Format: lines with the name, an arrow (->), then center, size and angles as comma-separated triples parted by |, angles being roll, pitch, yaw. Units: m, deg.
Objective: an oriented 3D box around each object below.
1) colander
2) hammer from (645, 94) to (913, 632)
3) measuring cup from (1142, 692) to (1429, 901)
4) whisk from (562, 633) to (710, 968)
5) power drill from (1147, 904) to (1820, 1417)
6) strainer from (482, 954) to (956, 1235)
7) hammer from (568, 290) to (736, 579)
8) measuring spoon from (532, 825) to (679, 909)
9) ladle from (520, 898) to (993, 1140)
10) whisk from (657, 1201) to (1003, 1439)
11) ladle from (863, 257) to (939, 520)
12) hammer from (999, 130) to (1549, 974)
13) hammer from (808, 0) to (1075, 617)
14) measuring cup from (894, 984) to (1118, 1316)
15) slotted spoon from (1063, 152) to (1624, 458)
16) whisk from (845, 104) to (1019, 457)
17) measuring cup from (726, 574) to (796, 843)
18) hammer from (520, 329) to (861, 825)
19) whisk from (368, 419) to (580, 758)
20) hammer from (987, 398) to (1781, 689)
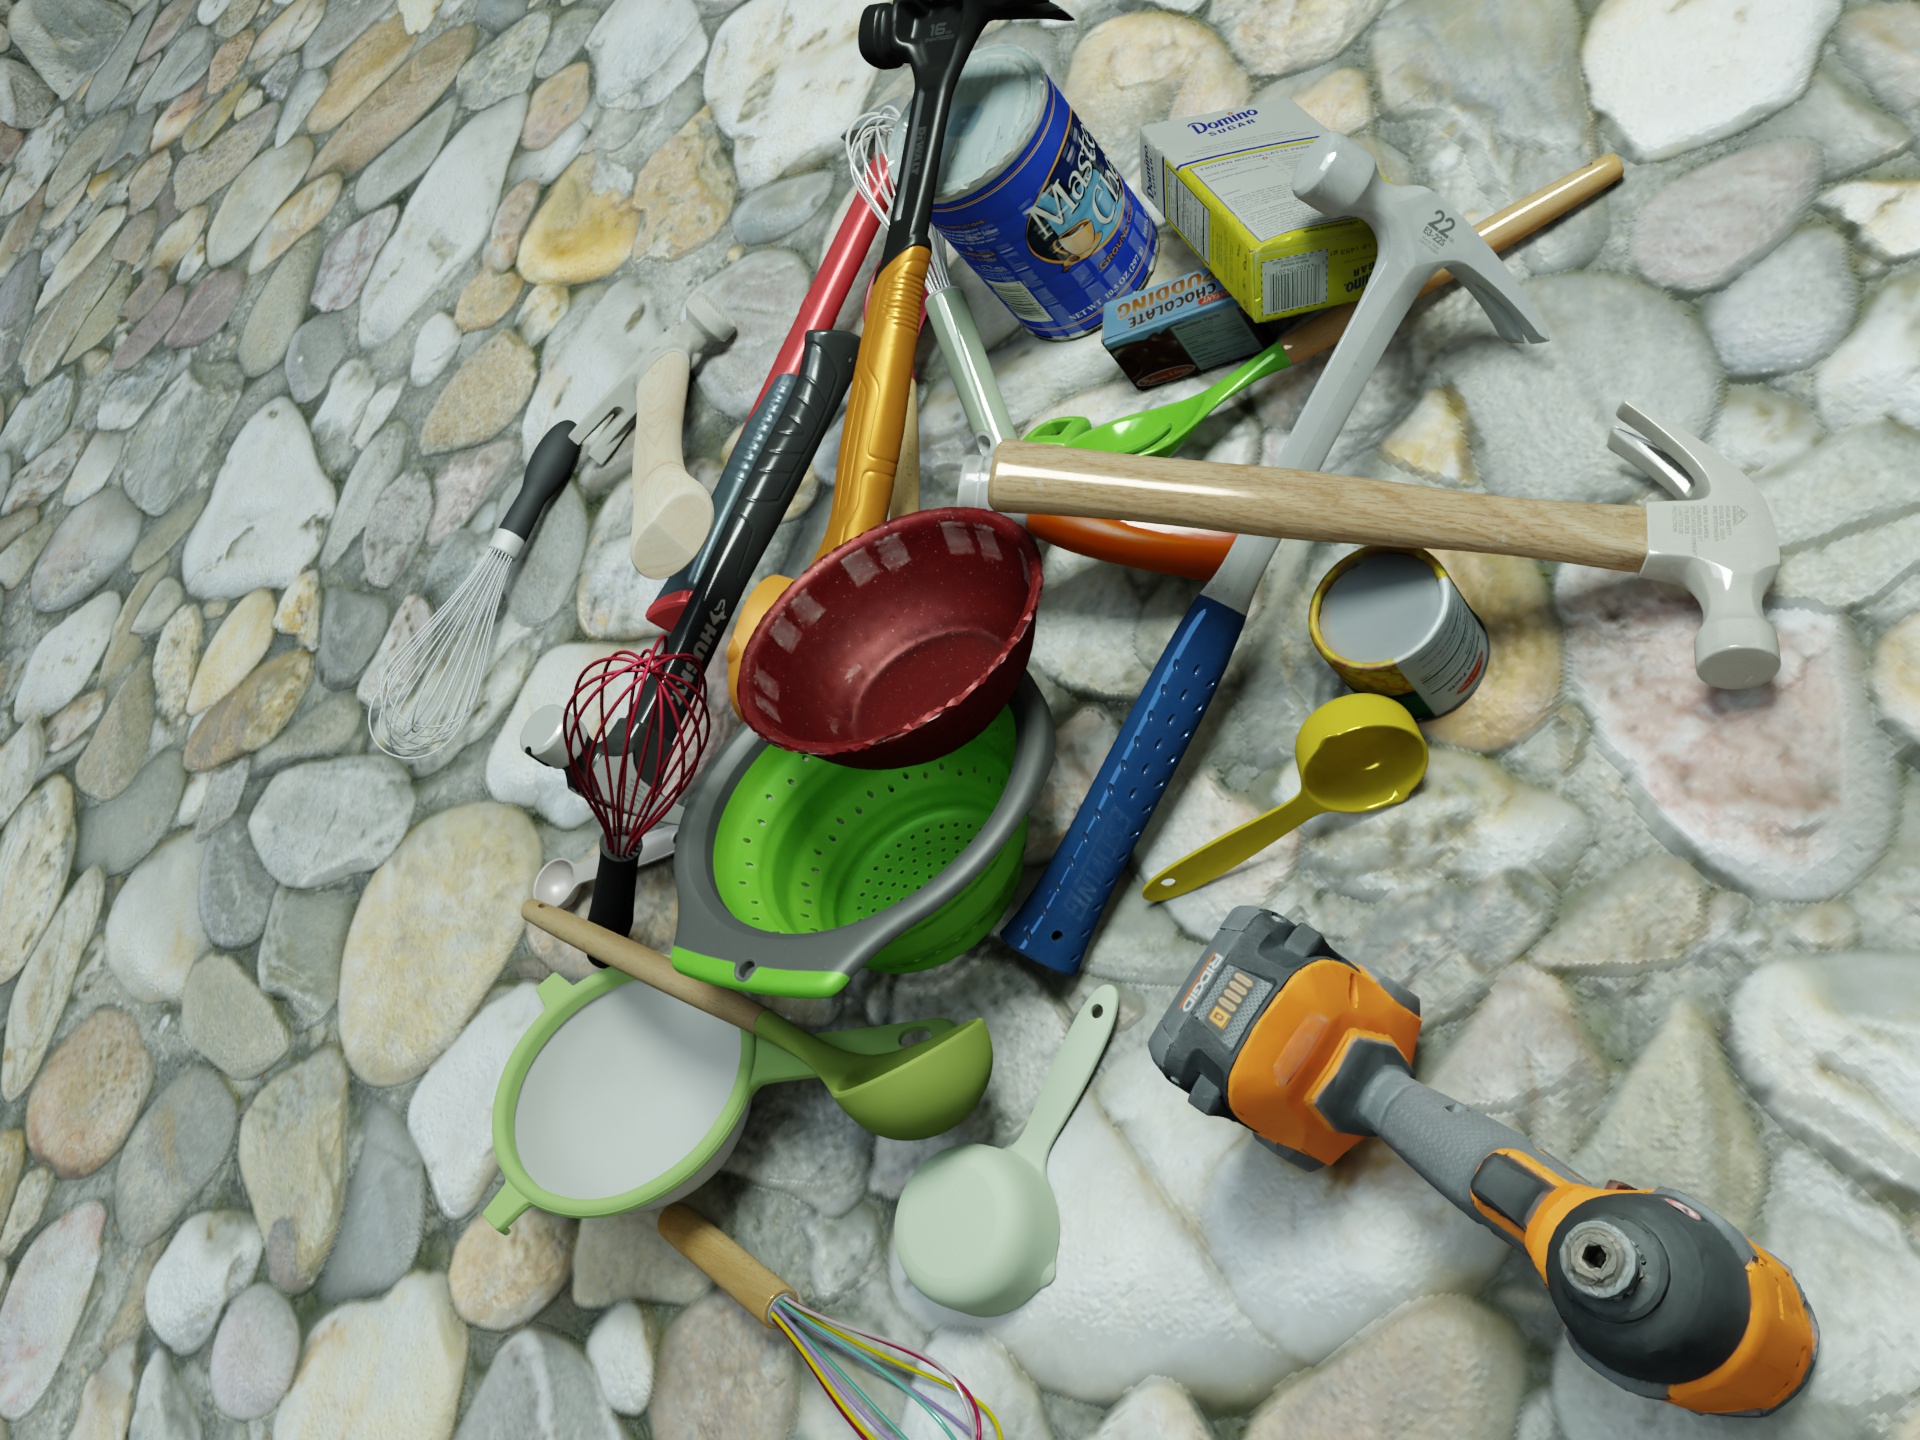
colander -> -0.001, -0.003, 0.845 | 0.204, 0.094, 0.397 | 2, 51, 36
hammer -> -0.116, -0.236, 1.059 | 0.143, 0.038, 0.386 | 18, 83, 62
measuring cup -> 0.144, 0.038, 0.738 | 0.156, 0.062, 0.029 | -36, 38, 29
whisk -> -0.180, 0.056, 0.850 | 0.295, 0.073, 0.073 | 112, 151, -50
power drill -> 0.179, 0.155, 0.571 | 0.227, 0.164, 0.084 | 31, 88, 44
strainer -> -0.117, 0.196, 0.839 | 0.256, 0.069, 0.152 | -10, 46, 12
hammer -> -0.193, -0.166, 0.986 | 0.146, 0.038, 0.411 | -44, 25, 11
measuring spoon -> -0.212, 0.090, 0.989 | 0.124, 0.018, 0.034 | -21, 56, 18
ladle -> -0.119, 0.134, 0.810 | 0.320, 0.078, 0.062 | 17, 113, 35
whisk -> -0.070, 0.293, 0.765 | 0.245, 0.051, 0.047 | 19, 52, 45
ladle -> -0.034, -0.187, 0.954 | 0.069, 0.031, 0.316 | -38, 36, 33
hammer -> 0.136, -0.062, 0.762 | 0.405, 0.144, 0.035 | -63, 17, 4
hammer -> -0.028, -0.216, 0.838 | 0.127, 0.034, 0.337 | 12, 92, 40
measuring cup -> 0.025, 0.195, 0.741 | 0.083, 0.038, 0.167 | 24, 84, 41
slotted spoon -> 0.193, -0.204, 0.829 | 0.314, 0.031, 0.070 | -28, 24, 16
whisk -> -0.012, -0.261, 0.957 | 0.058, 0.059, 0.246 | -37, 70, 58
measuring cup -> -0.097, 0.005, 0.917 | 0.052, 0.095, 0.173 | 10, 95, 17
hammer -> -0.131, -0.093, 0.950 | 0.035, 0.146, 0.335 | 9, 68, 38
whisk -> -0.346, -0.100, 1.157 | 0.070, 0.070, 0.285 | 8, 67, 38
hammer -> 0.177, -0.093, 0.693 | 0.331, 0.031, 0.130 | 7, 58, 9
